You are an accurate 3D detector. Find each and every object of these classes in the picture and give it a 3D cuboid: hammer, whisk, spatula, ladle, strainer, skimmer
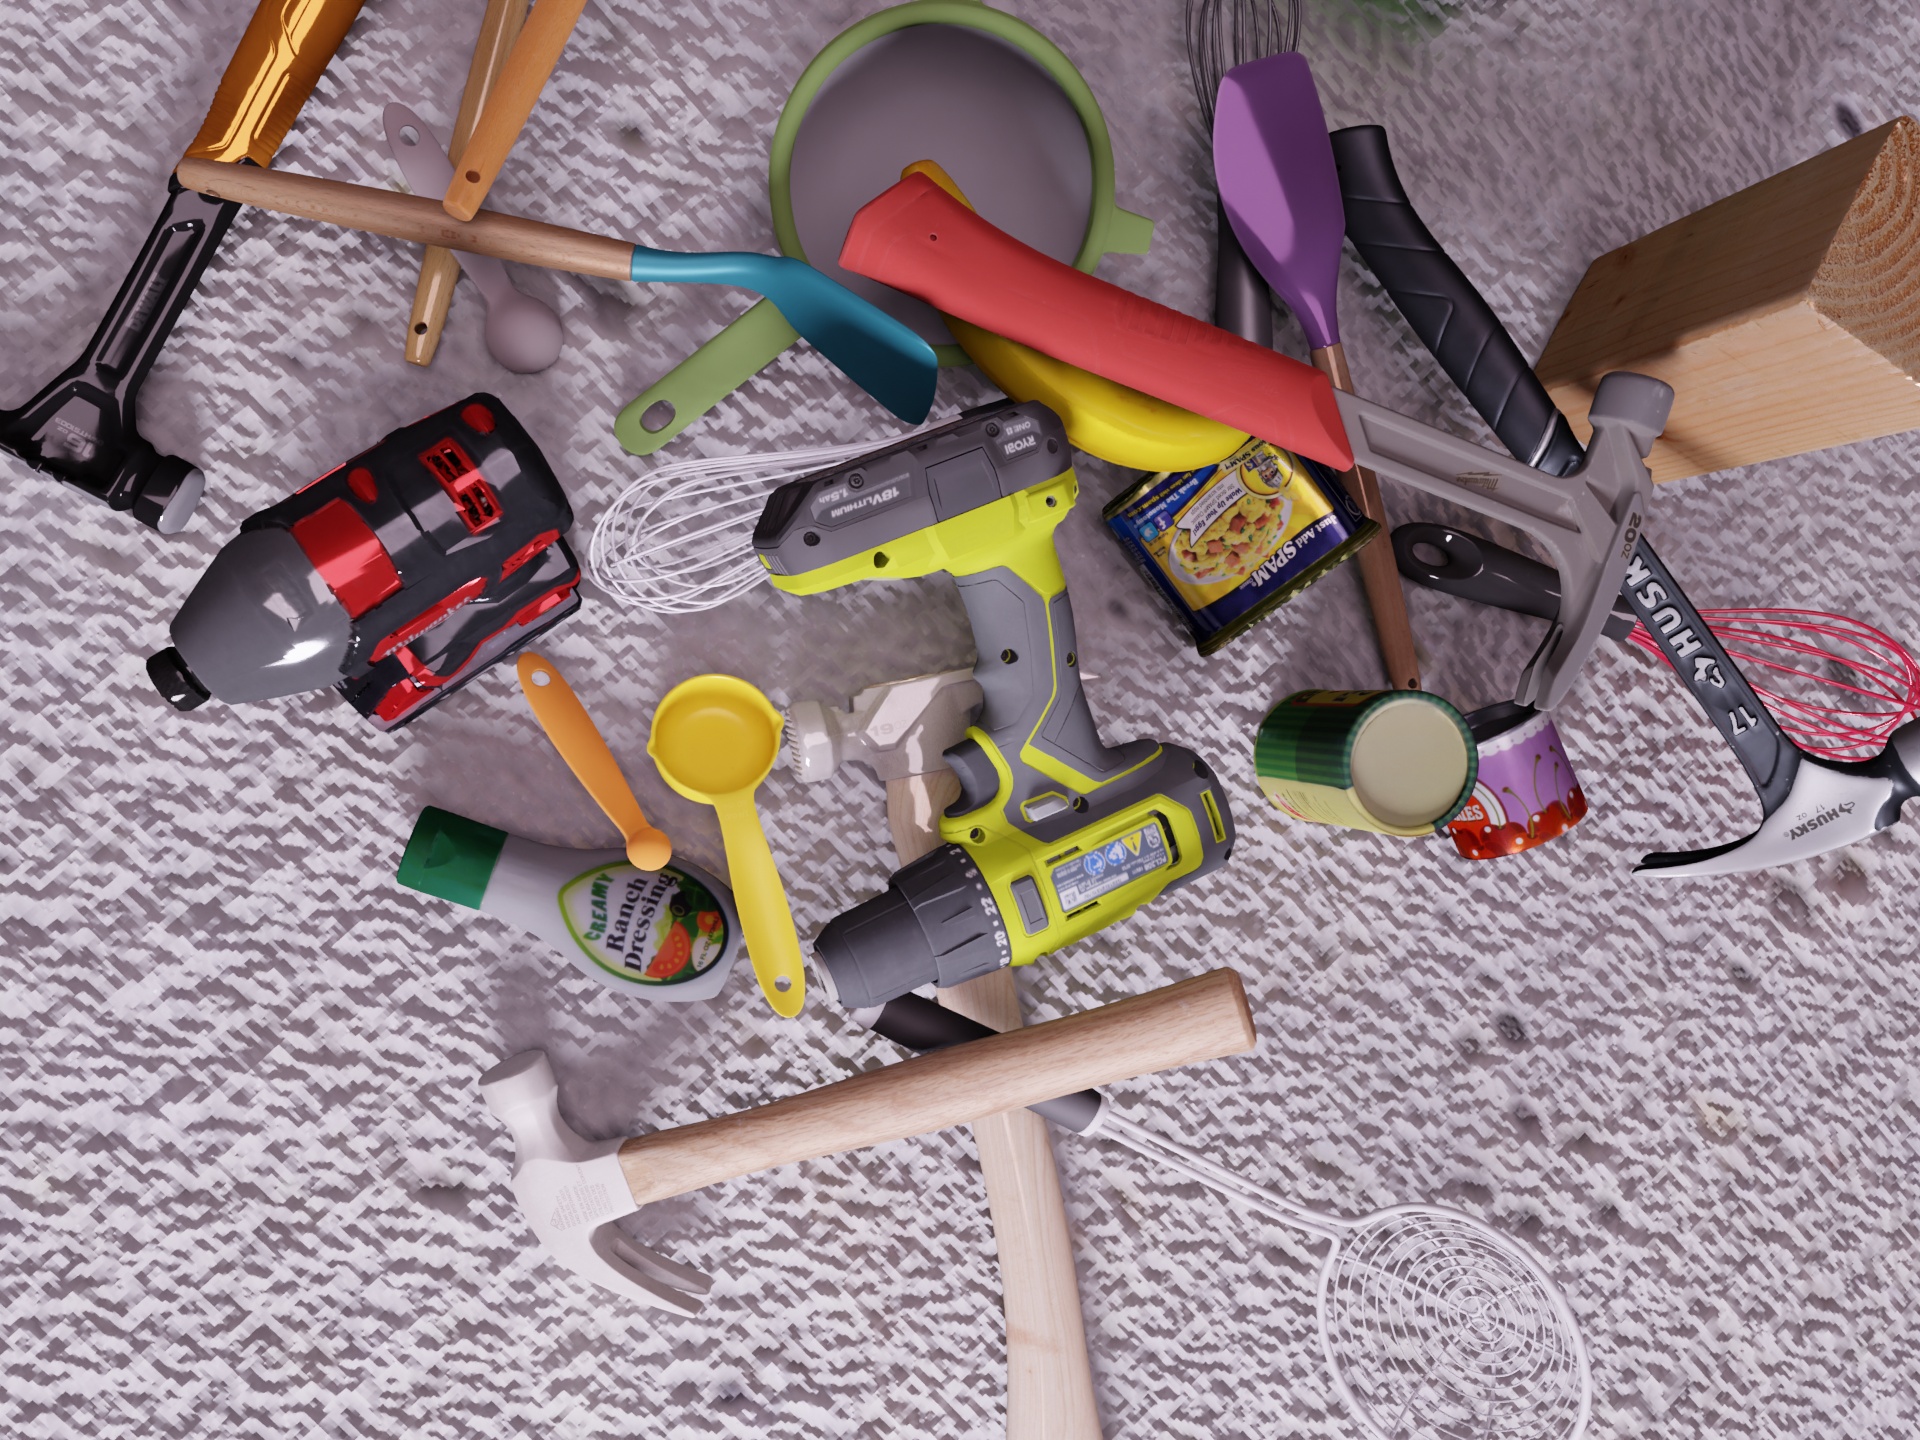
[{"bbox_3d":[0.280,-0.111,0.742,0.036,0.149,0.409,-20,75,-53],"label":"hammer"},{"bbox_3d":[0.120,-0.129,0.663,0.359,0.037,0.149,19,93,-10],"label":"hammer"},{"bbox_3d":[-0.037,0.168,0.679,0.331,0.031,0.130,-17,100,11],"label":"hammer"},{"bbox_3d":[-0.033,-0.115,0.722,0.284,0.070,0.070,-22,95,-15],"label":"whisk"},{"bbox_3d":[-0.146,-0.346,0.672,0.081,0.041,0.323,25,76,-18],"label":"spatula"},{"bbox_3d":[0.137,-0.251,0.761,0.055,0.055,0.239,-2,95,-11],"label":"whisk"},{"bbox_3d":[-0.202,-0.310,0.701,0.069,0.031,0.315,14,90,-5],"label":"ladle"},{"bbox_3d":[-0.052,-0.208,0.720,0.256,0.069,0.151,-36,109,9],"label":"strainer"},{"bbox_3d":[0.353,-0.045,0.801,0.296,0.073,0.073,17,87,-4],"label":"whisk"},{"bbox_3d":[0.178,-0.153,0.758,0.060,0.018,0.315,-20,104,-10],"label":"spatula"},{"bbox_3d":[0.110,0.221,0.703,0.363,0.090,0.127,29,119,-10],"label":"skimmer"},{"bbox_3d":[0.029,0.178,0.747,0.146,0.038,0.410,-12,93,-12],"label":"hammer"},{"bbox_3d":[-0.310,-0.254,0.671,0.127,0.034,0.337,29,87,-11],"label":"hammer"},{"bbox_3d":[-0.163,-0.185,0.655,0.317,0.082,0.044,11,78,-4],"label":"spatula"}]

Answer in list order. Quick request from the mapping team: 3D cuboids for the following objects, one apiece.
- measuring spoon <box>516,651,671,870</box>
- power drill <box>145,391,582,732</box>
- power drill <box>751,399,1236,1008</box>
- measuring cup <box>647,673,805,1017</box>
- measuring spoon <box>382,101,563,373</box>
[{"bbox_3d":[-0.162,0.016,0.702,0.021,0.011,0.117,-28,78,-32],"label":"measuring spoon"},{"bbox_3d":[-0.215,-0.050,0.601,0.143,0.220,0.078,-35,97,-9],"label":"power drill"},{"bbox_3d":[-0.001,-0.002,0.674,0.190,0.080,0.228,-23,103,-15],"label":"power drill"},{"bbox_3d":[-0.097,0.056,0.705,0.062,0.029,0.157,-13,78,-16],"label":"measuring cup"},{"bbox_3d":[-0.211,-0.208,0.687,0.034,0.018,0.124,-36,113,-19],"label":"measuring spoon"}]
